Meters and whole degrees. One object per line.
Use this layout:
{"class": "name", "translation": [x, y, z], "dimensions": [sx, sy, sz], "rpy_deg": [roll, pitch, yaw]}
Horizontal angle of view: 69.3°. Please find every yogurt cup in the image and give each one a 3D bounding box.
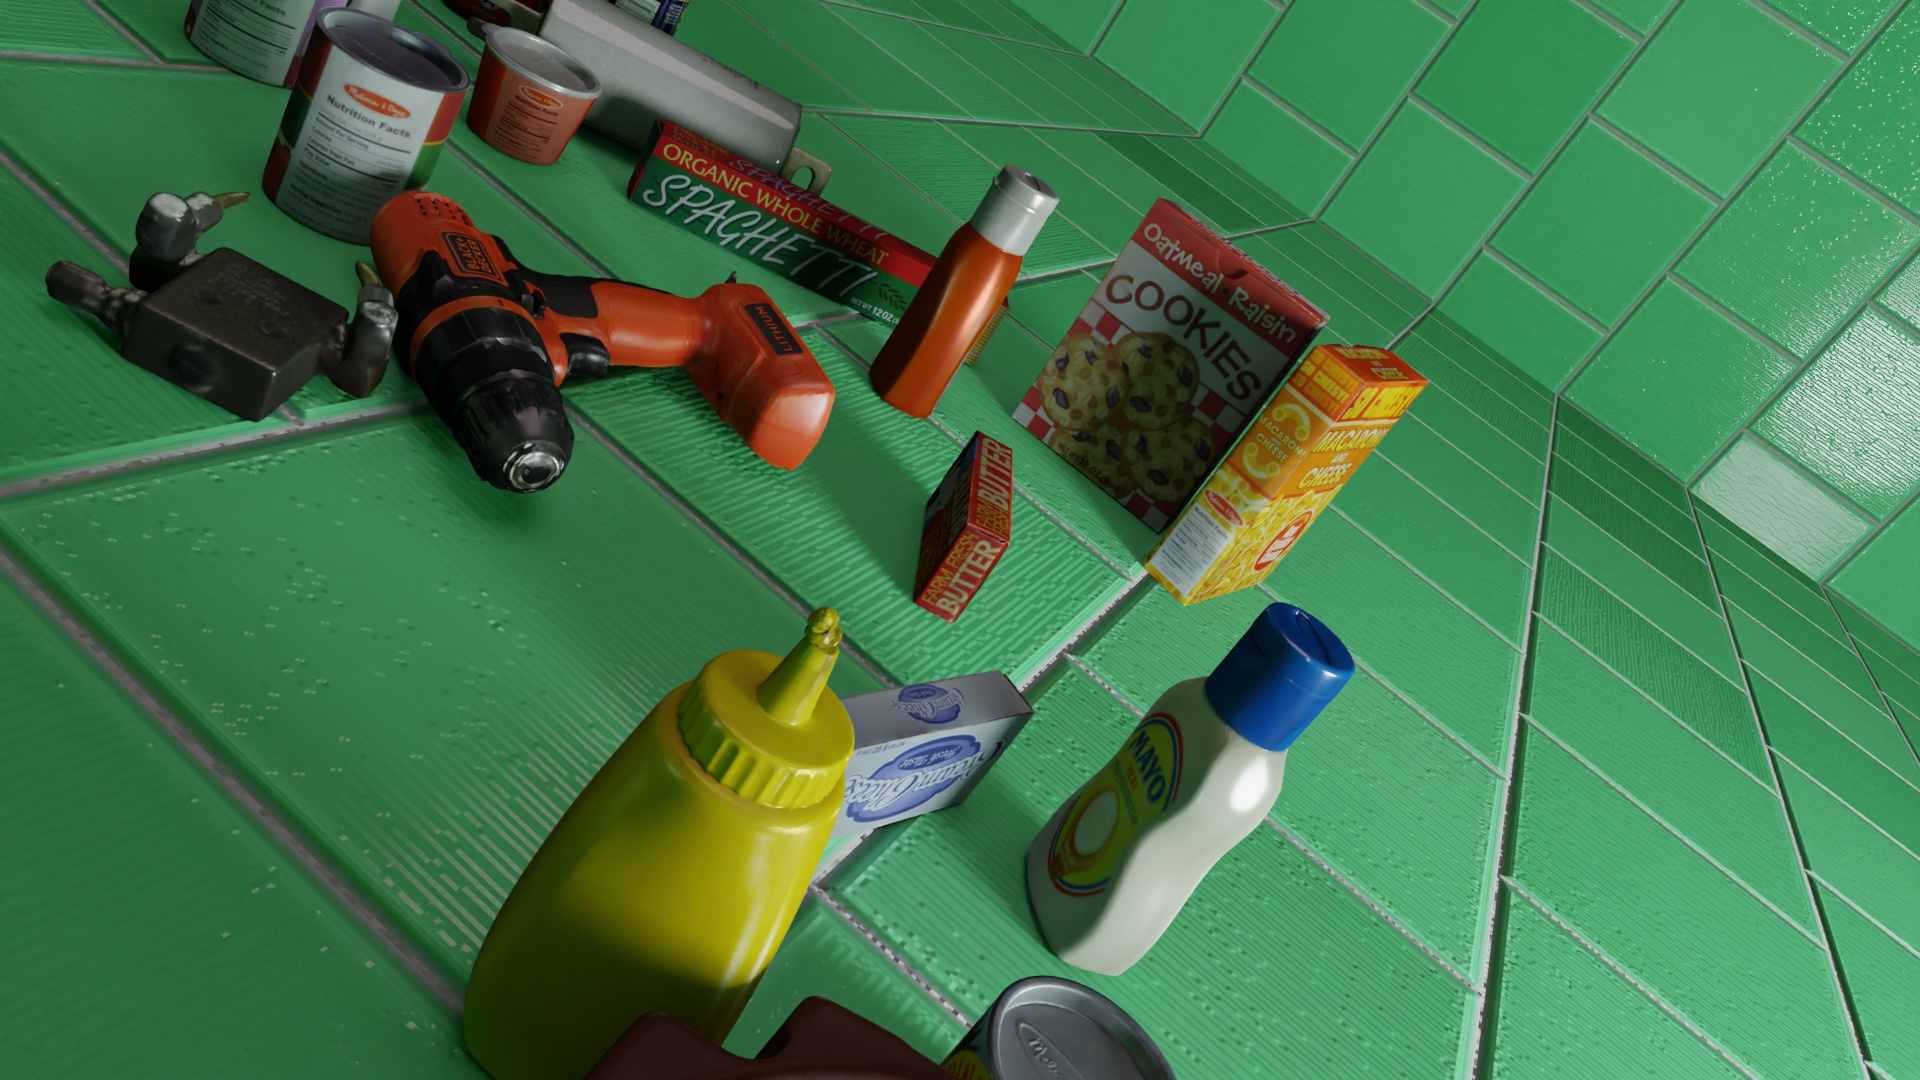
{"class": "yogurt cup", "translation": [-0.250, -0.255, 0.803], "dimensions": [0.072, 0.053, 0.073], "rpy_deg": [27, 26, -15]}

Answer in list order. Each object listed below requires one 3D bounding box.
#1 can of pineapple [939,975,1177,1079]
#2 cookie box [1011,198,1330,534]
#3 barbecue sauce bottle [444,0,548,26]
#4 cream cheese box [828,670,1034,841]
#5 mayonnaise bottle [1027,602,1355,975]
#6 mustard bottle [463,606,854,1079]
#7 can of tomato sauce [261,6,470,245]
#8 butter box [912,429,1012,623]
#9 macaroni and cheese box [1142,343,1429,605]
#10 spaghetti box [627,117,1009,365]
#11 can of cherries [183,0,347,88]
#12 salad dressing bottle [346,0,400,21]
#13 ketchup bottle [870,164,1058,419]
{"class": "can of pineapple", "translation": [0.020, 0.167, 0.388], "dimensions": [0.071, 0.057, 0.071], "rpy_deg": [27, 26, -15]}
{"class": "cookie box", "translation": [0.127, -0.107, 0.862], "dimensions": [0.123, 0.166, 0.040], "rpy_deg": [40, 26, 11]}
{"class": "barbecue sauce bottle", "translation": [-0.287, -0.410, 0.919], "dimensions": [0.065, 0.148, 0.044], "rpy_deg": [27, 26, -16]}
{"class": "cream cheese box", "translation": [-0.023, 0.077, 0.498], "dimensions": [0.104, 0.053, 0.024], "rpy_deg": [-3, 44, -52]}
{"class": "mayonnaise bottle", "translation": [0.079, 0.086, 0.494], "dimensions": [0.041, 0.147, 0.065], "rpy_deg": [23, 28, -24]}
{"class": "mustard bottle", "translation": [-0.064, 0.074, 0.331], "dimensions": [0.065, 0.159, 0.049], "rpy_deg": [32, 25, -4]}
{"class": "can of tomato sauce", "translation": [-0.269, -0.187, 0.629], "dimensions": [0.071, 0.082, 0.071], "rpy_deg": [27, 26, -15]}
{"class": "butter box", "translation": [0.002, -0.008, 0.676], "dimensions": [0.024, 0.053, 0.104], "rpy_deg": [29, 26, -12]}
{"class": "macaroni and cheese box", "translation": [0.194, -0.041, 0.827], "dimensions": [0.040, 0.165, 0.124], "rpy_deg": [45, 27, 21]}
{"class": "spaghetti box", "translation": [-0.086, -0.185, 0.881], "dimensions": [0.250, 0.050, 0.029], "rpy_deg": [23, 28, -23]}
{"class": "can of cherries", "translation": [-0.353, -0.275, 0.711], "dimensions": [0.071, 0.058, 0.072], "rpy_deg": [27, 26, -15]}
{"class": "salad dressing bottle", "translation": [-0.324, -0.347, 0.767], "dimensions": [0.064, 0.147, 0.044], "rpy_deg": [43, 26, 17]}
{"class": "ketchup bottle", "translation": [0.001, -0.144, 0.799], "dimensions": [0.043, 0.148, 0.065], "rpy_deg": [25, 27, -19]}
